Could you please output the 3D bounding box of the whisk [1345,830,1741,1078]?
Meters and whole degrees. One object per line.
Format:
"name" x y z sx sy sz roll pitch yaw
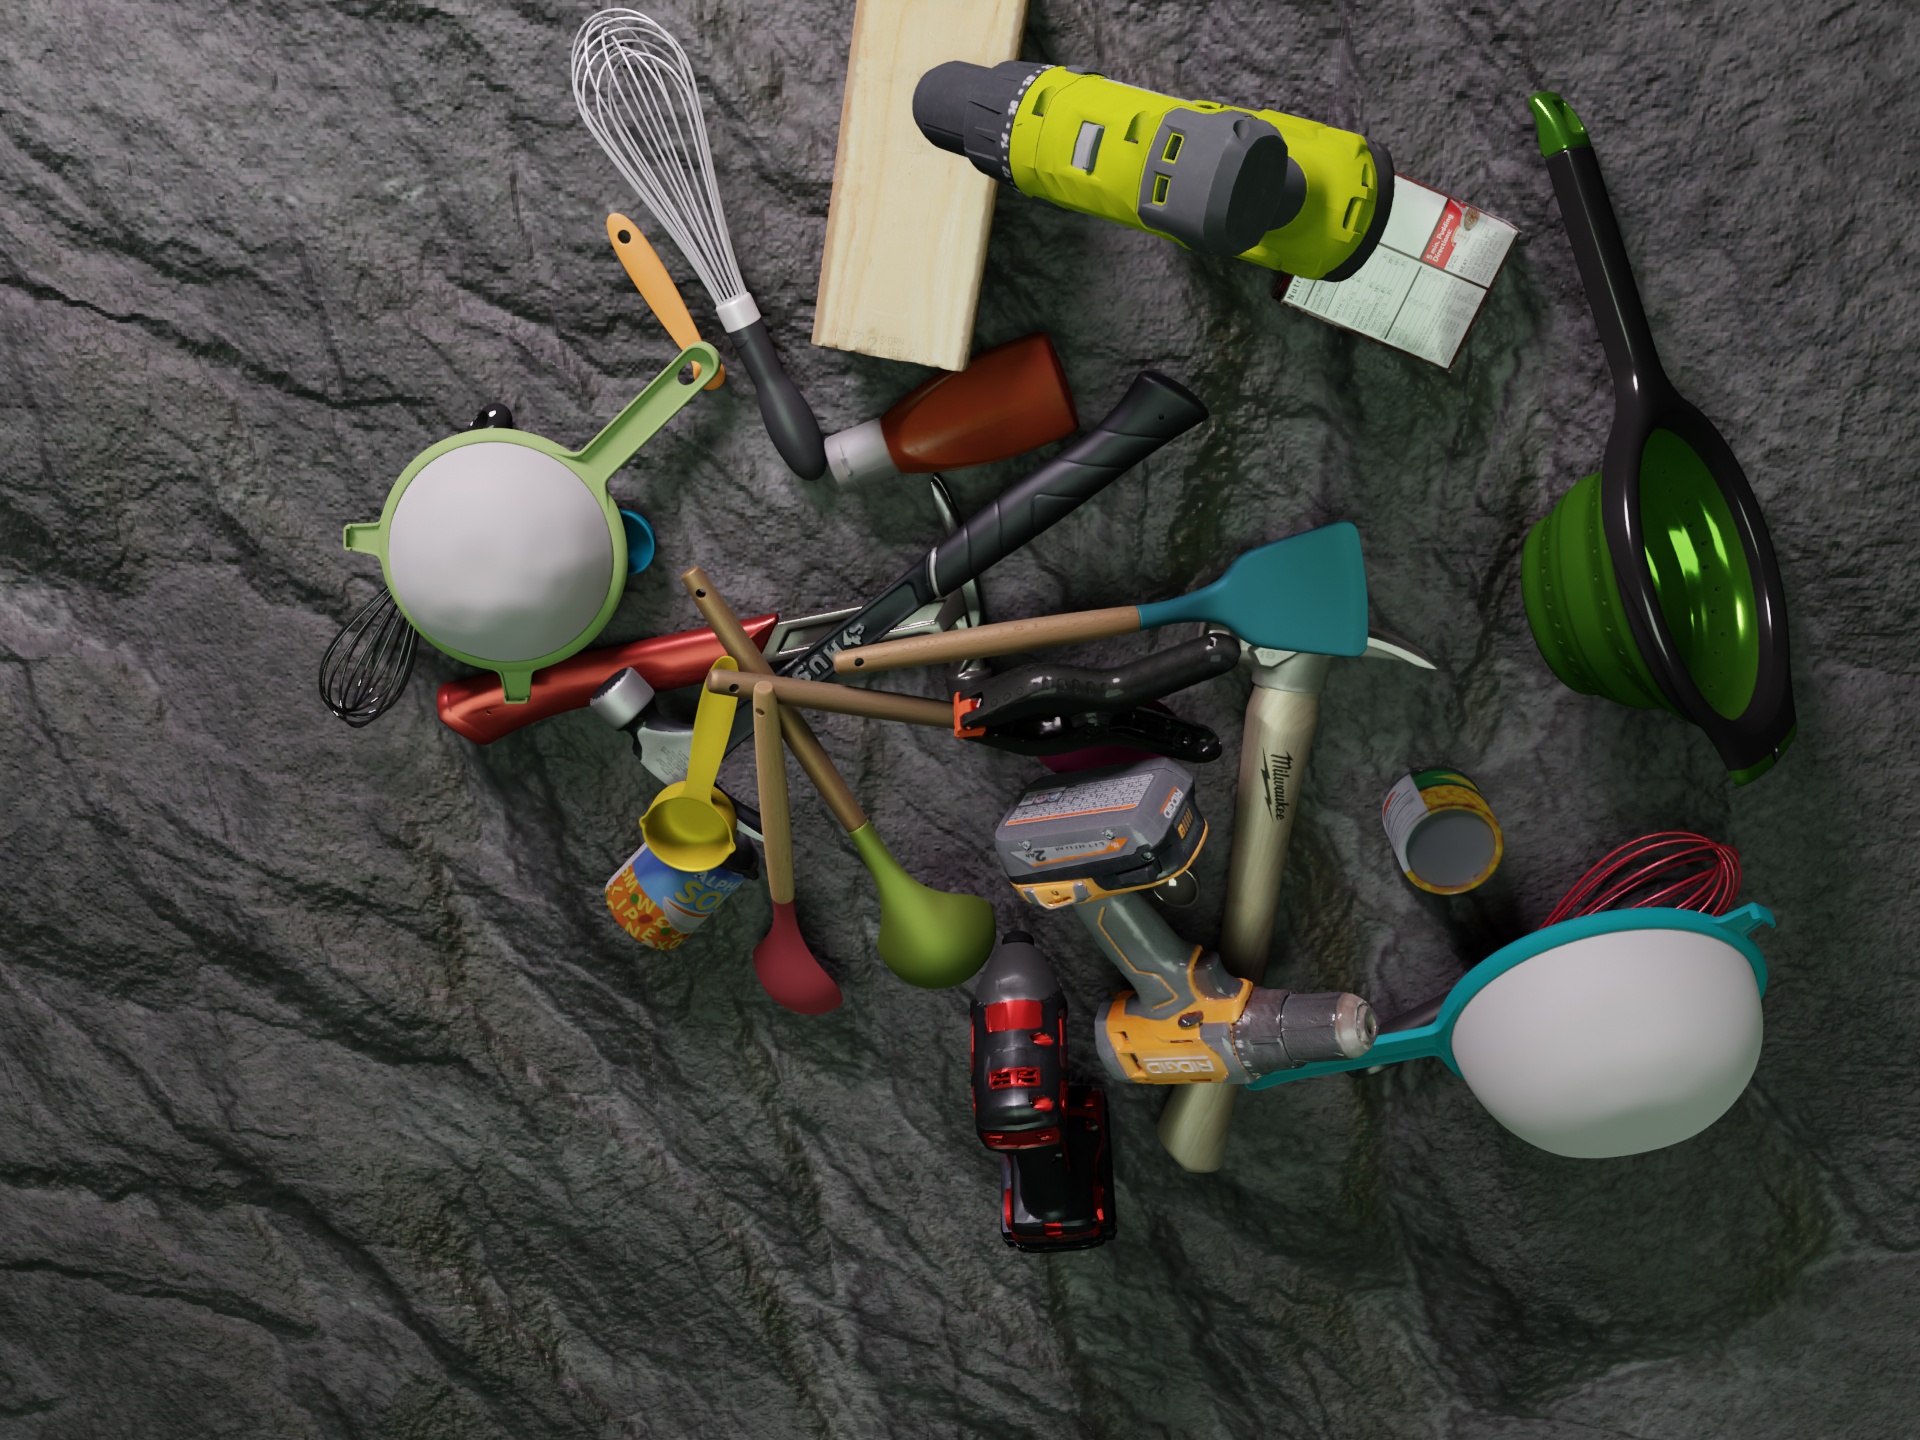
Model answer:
"whisk" 0.379 0.162 1.058 0.296 0.073 0.073 -37 105 22

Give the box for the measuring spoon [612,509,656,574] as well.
"measuring spoon" -0.240 -0.091 1.020 0.128 0.021 0.042 -37 101 25

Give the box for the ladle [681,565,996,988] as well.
"ladle" -0.077 0.039 0.979 0.078 0.062 0.320 -29 108 10

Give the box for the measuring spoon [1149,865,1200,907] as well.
"measuring spoon" 0.102 0.090 1.049 0.124 0.018 0.034 19 128 23

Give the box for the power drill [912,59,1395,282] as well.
"power drill" 0.103 -0.282 0.804 0.191 0.228 0.080 28 115 29

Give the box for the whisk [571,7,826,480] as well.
"whisk" -0.144 -0.267 0.923 0.070 0.070 0.284 -20 114 11

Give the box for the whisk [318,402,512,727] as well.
"whisk" -0.343 -0.097 1.007 0.055 0.055 0.239 31 105 -8

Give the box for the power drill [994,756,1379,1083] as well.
"power drill" 0.141 0.135 0.990 0.185 0.084 0.226 -11 118 36

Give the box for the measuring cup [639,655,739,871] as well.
"measuring cup" -0.154 0.023 0.970 0.062 0.029 0.156 16 118 -3

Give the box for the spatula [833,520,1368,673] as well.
"spatula" 0.082 -0.057 0.942 0.317 0.044 0.082 -9 102 -8

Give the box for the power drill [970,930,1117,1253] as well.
"power drill" 0.050 0.245 1.039 0.078 0.143 0.219 -7 138 7

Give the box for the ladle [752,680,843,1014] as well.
"ladle" -0.112 0.094 1.006 0.069 0.031 0.315 19 137 18

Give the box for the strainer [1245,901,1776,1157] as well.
"strainer" 0.357 0.230 1.020 0.340 0.095 0.210 -11 136 6

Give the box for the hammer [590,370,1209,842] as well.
"hammer" -0.027 -0.073 0.961 0.409 0.036 0.149 -35 109 15

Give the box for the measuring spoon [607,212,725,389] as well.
"measuring spoon" -0.177 -0.250 0.952 0.021 0.011 0.116 -27 107 13

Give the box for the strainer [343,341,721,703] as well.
"strainer" -0.240 -0.131 0.944 0.256 0.069 0.151 -41 103 9

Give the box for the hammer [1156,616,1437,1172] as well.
"hammer" 0.203 0.128 1.065 0.146 0.038 0.410 6 112 0

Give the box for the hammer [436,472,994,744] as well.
"hammer" -0.163 -0.051 1.016 0.359 0.037 0.149 -11 110 7

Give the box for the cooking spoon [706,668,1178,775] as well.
"cooking spoon" -0.002 -0.003 0.975 0.318 0.017 0.068 8 116 -26

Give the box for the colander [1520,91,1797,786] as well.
"colander" 0.364 -0.153 0.914 0.094 0.204 0.397 -16 95 45
